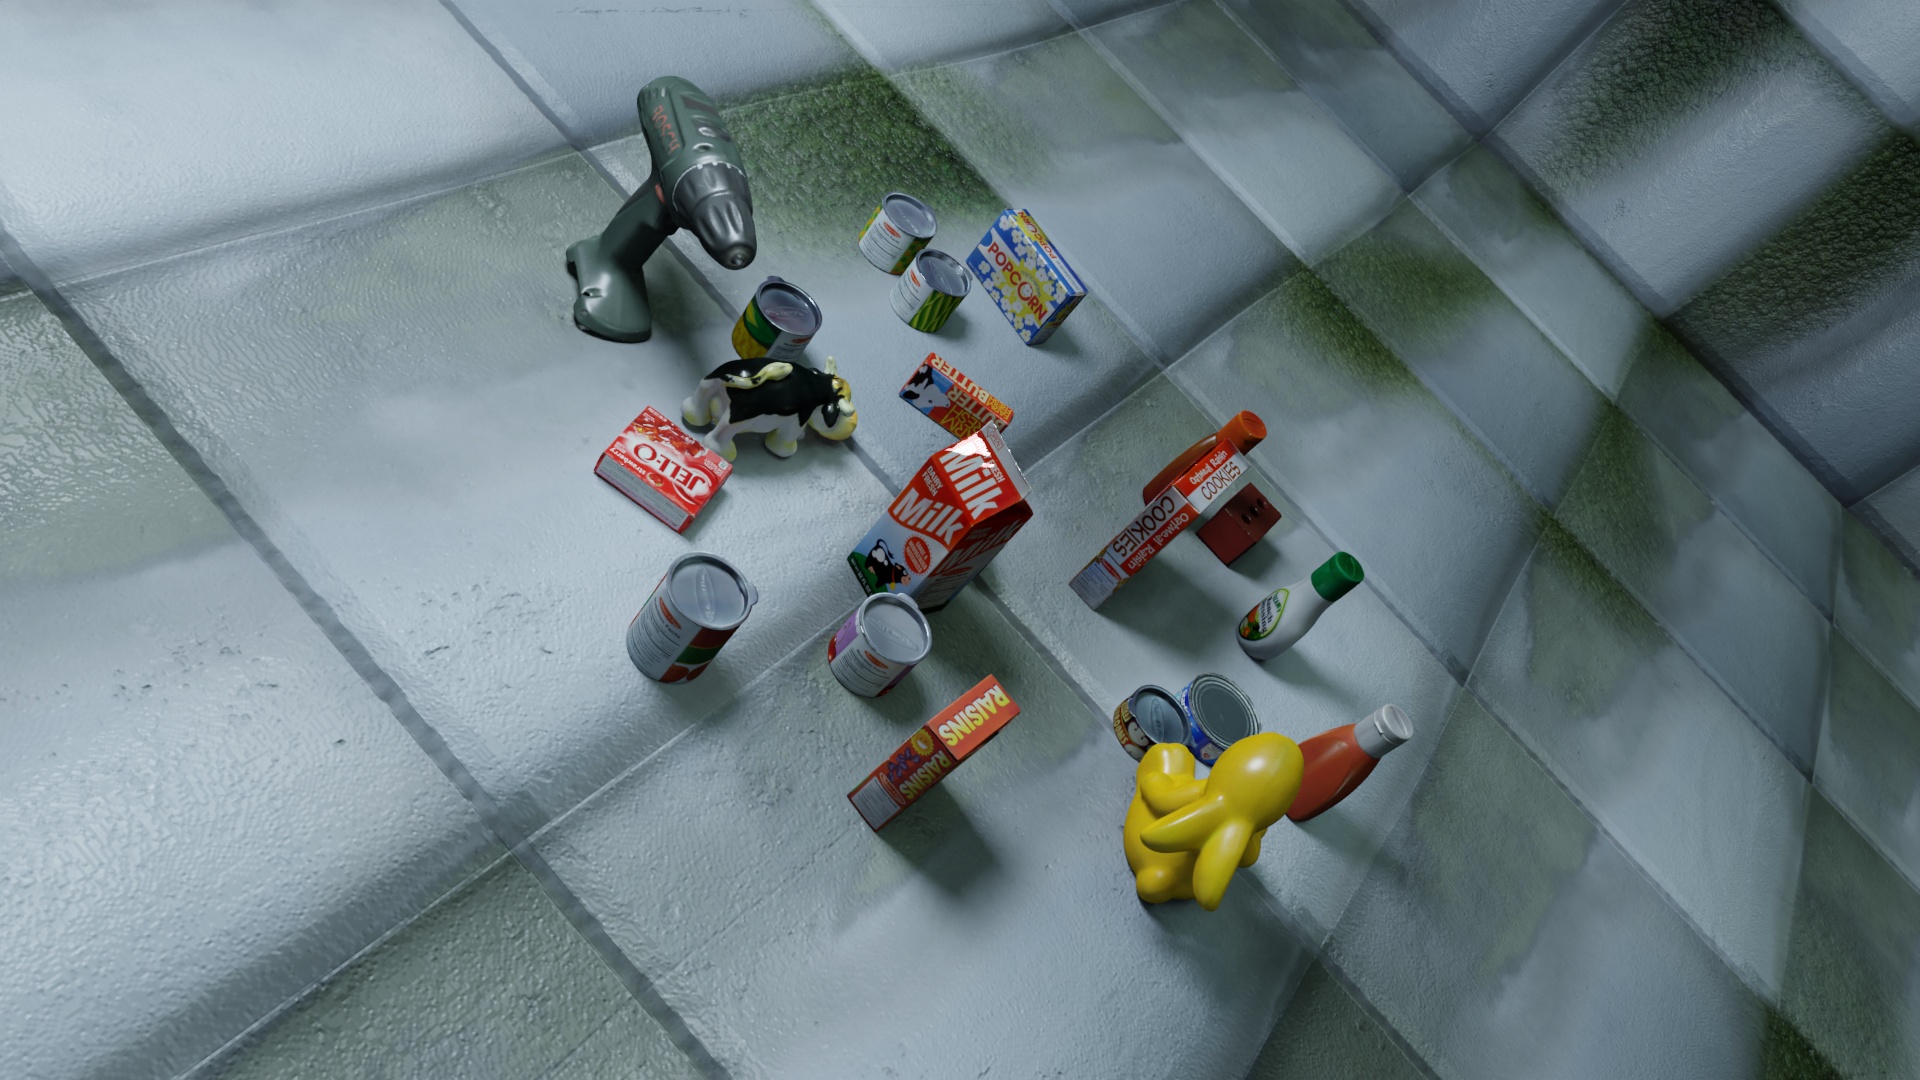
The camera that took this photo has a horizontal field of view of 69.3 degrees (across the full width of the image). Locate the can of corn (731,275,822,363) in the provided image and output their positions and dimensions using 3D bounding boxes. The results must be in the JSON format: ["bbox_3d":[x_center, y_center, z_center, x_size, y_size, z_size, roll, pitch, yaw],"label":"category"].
[{"bbox_3d":[-0.171,-0.198,1.280,0.071,0.058,0.071,21,45,-23],"label":"can of corn"}]

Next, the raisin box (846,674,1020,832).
[{"bbox_3d":[-0.020,0.161,1.044,0.040,0.122,0.086,50,41,8],"label":"raisin box"}]

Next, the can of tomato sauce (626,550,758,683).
[{"bbox_3d":[-0.199,0.058,1.022,0.071,0.082,0.071,21,45,-23],"label":"can of tomato sauce"}]

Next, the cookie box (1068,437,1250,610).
[{"bbox_3d":[0.189,-0.017,1.325,0.040,0.166,0.123,47,41,5],"label":"cookie box"}]

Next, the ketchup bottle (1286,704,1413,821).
[{"bbox_3d":[0.350,0.201,1.280,0.043,0.148,0.065,0,56,-38],"label":"ketchup bottle"}]

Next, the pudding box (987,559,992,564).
[{"bbox_3d":[0.005,-0.016,1.269,0.030,0.049,0.084,1,55,-38],"label":"pudding box"}]

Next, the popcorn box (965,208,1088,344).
[{"bbox_3d":[0.073,-0.291,1.529,0.038,0.084,0.127,-19,69,-46],"label":"popcorn box"}]

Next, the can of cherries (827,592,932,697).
[{"bbox_3d":[-0.065,0.084,1.124,0.071,0.058,0.072,21,45,-23],"label":"can of cherries"}]

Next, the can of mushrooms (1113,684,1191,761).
[{"bbox_3d":[0.171,0.166,1.258,0.071,0.033,0.071,21,45,-23],"label":"can of mushrooms"}]

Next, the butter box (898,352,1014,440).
[{"bbox_3d":[-0.003,-0.134,1.361,0.103,0.053,0.024,35,41,-9],"label":"butter box"}]

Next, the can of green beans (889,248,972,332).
[{"bbox_3d":[-0.032,-0.259,1.441,0.071,0.057,0.071,21,45,-23],"label":"can of green beans"}]

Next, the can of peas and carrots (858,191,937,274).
[{"bbox_3d":[-0.065,-0.326,1.471,0.071,0.058,0.071,21,45,-23],"label":"can of peas and carrots"}]

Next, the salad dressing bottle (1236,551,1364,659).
[{"bbox_3d":[0.339,0.065,1.389,0.044,0.147,0.064,29,43,-16],"label":"salad dressing bottle"}]

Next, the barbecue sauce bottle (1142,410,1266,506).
[{"bbox_3d":[0.256,-0.077,1.444,0.065,0.147,0.044,14,49,-29],"label":"barbecue sauce bottle"}]

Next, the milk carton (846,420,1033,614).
[{"bbox_3d":[-0.009,-0.015,1.150,0.074,0.189,0.072,-11,63,-43],"label":"milk carton"}]
